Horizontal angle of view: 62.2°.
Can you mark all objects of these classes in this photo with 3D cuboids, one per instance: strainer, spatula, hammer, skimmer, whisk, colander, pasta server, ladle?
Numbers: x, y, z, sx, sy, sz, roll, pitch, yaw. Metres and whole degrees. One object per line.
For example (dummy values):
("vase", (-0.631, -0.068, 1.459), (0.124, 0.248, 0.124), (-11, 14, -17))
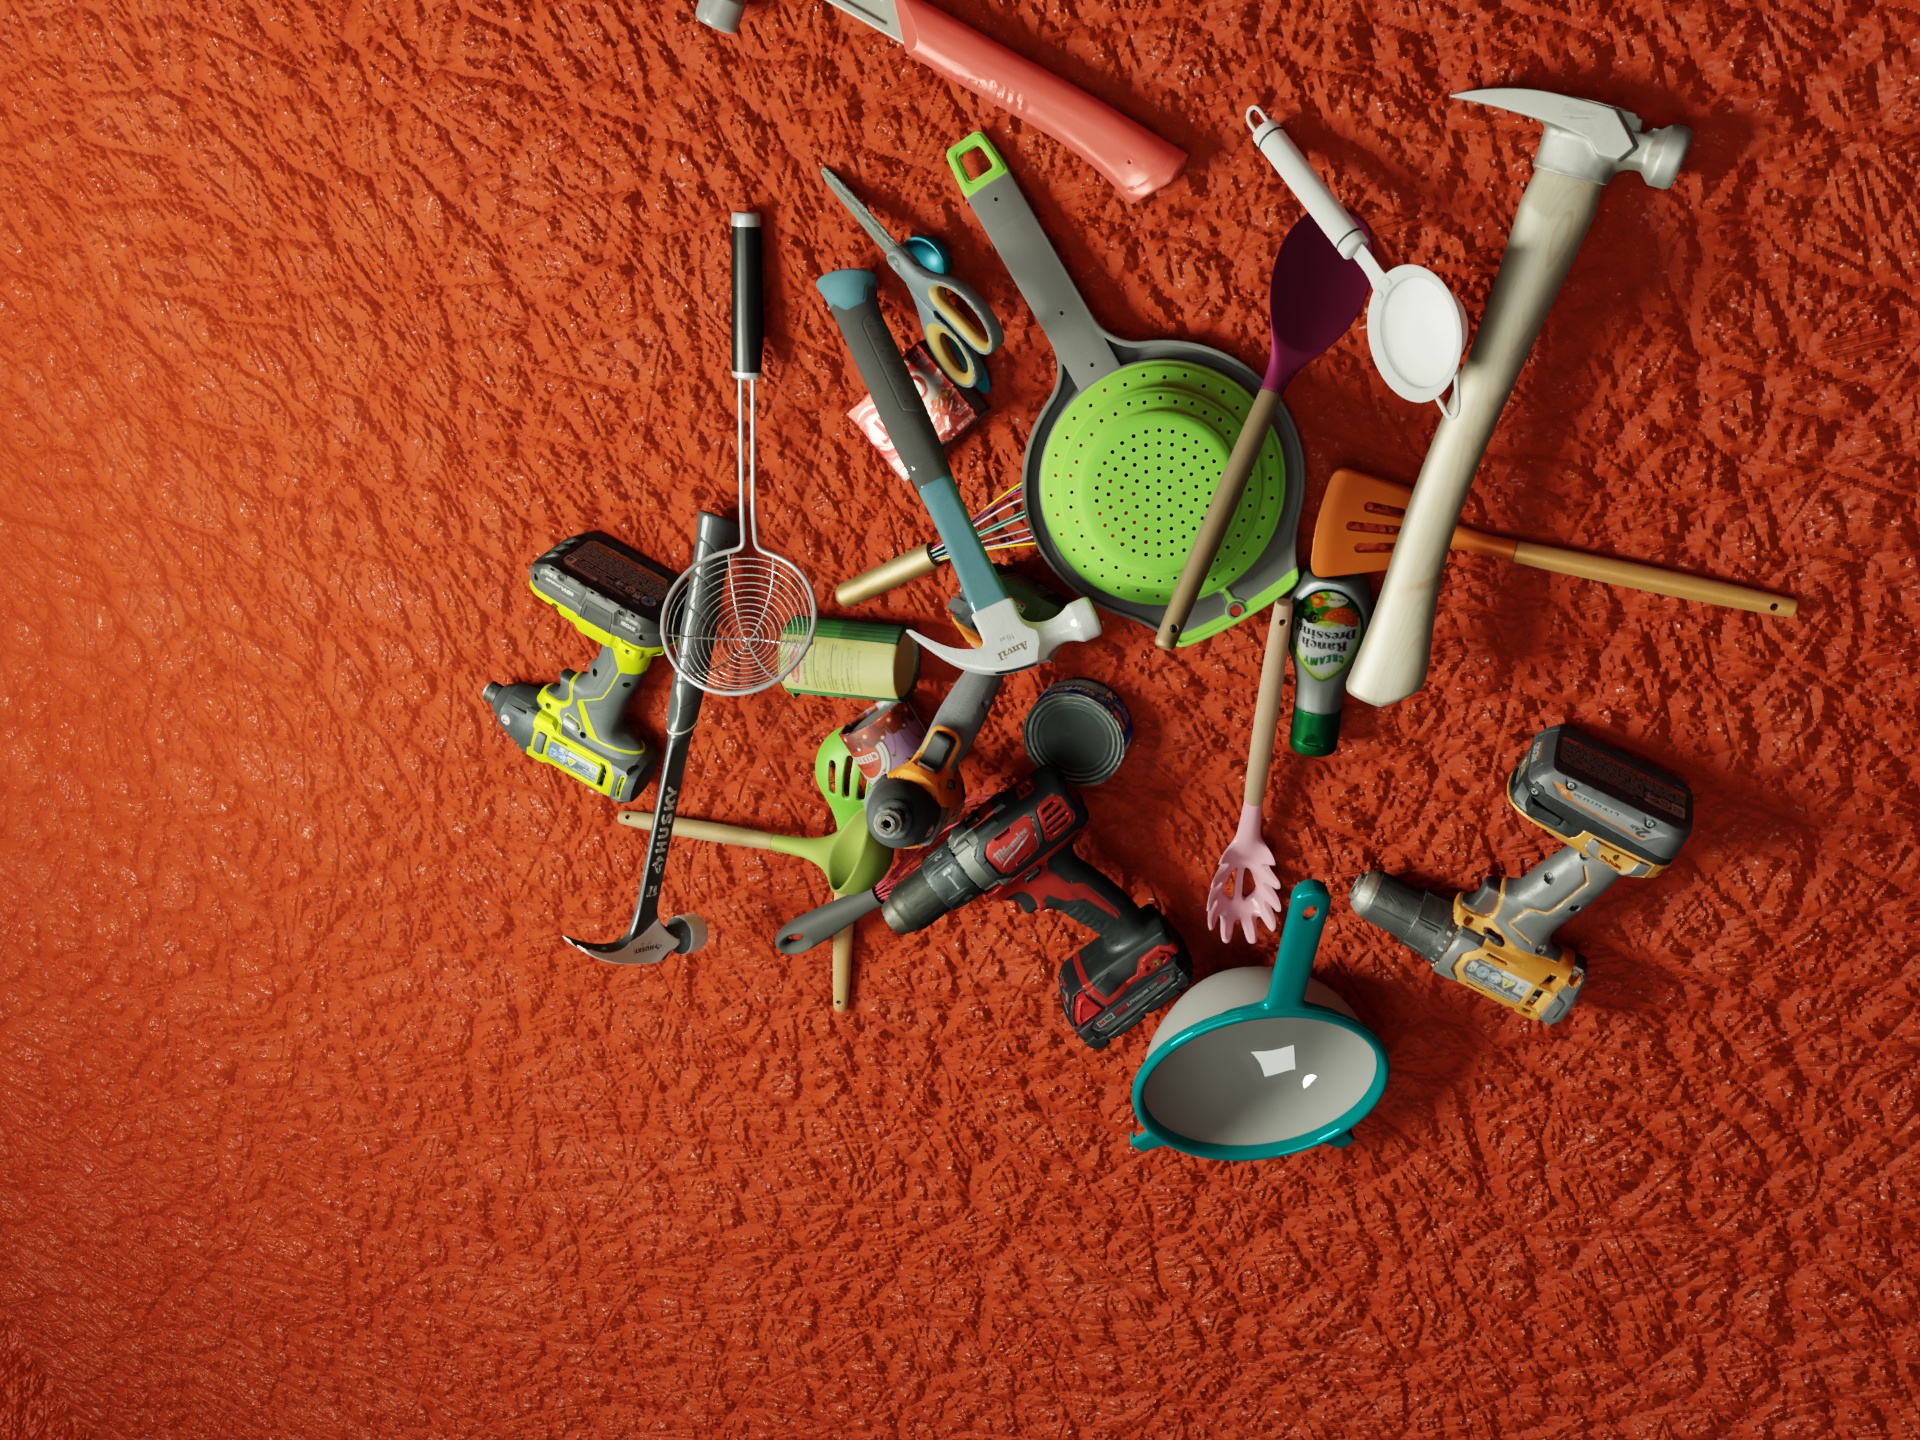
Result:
("strainer", (0.246, 0.225, 1.289), (0.211, 0.095, 0.340), (0, 131, -4))
("spatula", (0.410, -0.110, 1.106), (0.322, 0.041, 0.081), (14, 113, 13))
("strainer", (0.259, -0.302, 1.024), (0.258, 0.050, 0.086), (58, 155, 15))
("hammer", (0.331, -0.202, 1.060), (0.146, 0.038, 0.410), (20, 114, 12))
("hammer", (-0.022, -0.185, 1.159), (0.128, 0.033, 0.331), (-25, 81, 3))
("skimmer", (-0.172, -0.203, 1.233), (0.127, 0.090, 0.363), (5, 110, 6))
("whisk", (-0.003, -0.136, 1.257), (0.245, 0.051, 0.047), (-21, 113, 32))
("colander", (0.099, -0.233, 1.110), (0.204, 0.094, 0.397), (-30, 97, 14))
("pasta server", (0.233, 0.046, 1.241), (0.060, 0.040, 0.316), (1, 126, 0))
("ladle", (-0.194, 0.102, 1.429), (0.320, 0.078, 0.062), (6, 160, 31))
("whisk", (-0.056, 0.145, 1.405), (0.296, 0.073, 0.073), (-30, 103, 29))
("hammer", (-0.246, 0.022, 1.361), (0.036, 0.149, 0.409), (21, 106, 33))
("hammer", (-0.003, -0.467, 1.081), (0.359, 0.037, 0.149), (30, 117, 3))

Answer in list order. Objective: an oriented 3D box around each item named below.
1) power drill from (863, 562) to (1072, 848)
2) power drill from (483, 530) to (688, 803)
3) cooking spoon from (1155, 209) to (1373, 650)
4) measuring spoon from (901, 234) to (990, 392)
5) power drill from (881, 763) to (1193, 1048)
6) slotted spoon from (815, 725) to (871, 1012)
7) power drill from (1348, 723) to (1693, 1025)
("power drill", (-0.002, -0.004, 1.221), (0.084, 0.164, 0.226), (29, 101, 6))
("power drill", (-0.336, -0.048, 1.417), (0.171, 0.080, 0.223), (29, 126, 5))
("cooking spoon", (0.196, -0.194, 1.058), (0.068, 0.017, 0.319), (24, 87, -11))
("measuring spoon", (-0.003, -0.304, 1.185), (0.042, 0.021, 0.128), (1, 129, 47))
("power drill", (0.064, 0.166, 1.314), (0.188, 0.080, 0.226), (-37, 111, 8))
("slotted spoon", (-0.104, 0.145, 1.456), (0.070, 0.031, 0.313), (12, 122, 11))
("power drill", (0.417, 0.112, 1.202), (0.185, 0.084, 0.226), (27, 127, 8))
